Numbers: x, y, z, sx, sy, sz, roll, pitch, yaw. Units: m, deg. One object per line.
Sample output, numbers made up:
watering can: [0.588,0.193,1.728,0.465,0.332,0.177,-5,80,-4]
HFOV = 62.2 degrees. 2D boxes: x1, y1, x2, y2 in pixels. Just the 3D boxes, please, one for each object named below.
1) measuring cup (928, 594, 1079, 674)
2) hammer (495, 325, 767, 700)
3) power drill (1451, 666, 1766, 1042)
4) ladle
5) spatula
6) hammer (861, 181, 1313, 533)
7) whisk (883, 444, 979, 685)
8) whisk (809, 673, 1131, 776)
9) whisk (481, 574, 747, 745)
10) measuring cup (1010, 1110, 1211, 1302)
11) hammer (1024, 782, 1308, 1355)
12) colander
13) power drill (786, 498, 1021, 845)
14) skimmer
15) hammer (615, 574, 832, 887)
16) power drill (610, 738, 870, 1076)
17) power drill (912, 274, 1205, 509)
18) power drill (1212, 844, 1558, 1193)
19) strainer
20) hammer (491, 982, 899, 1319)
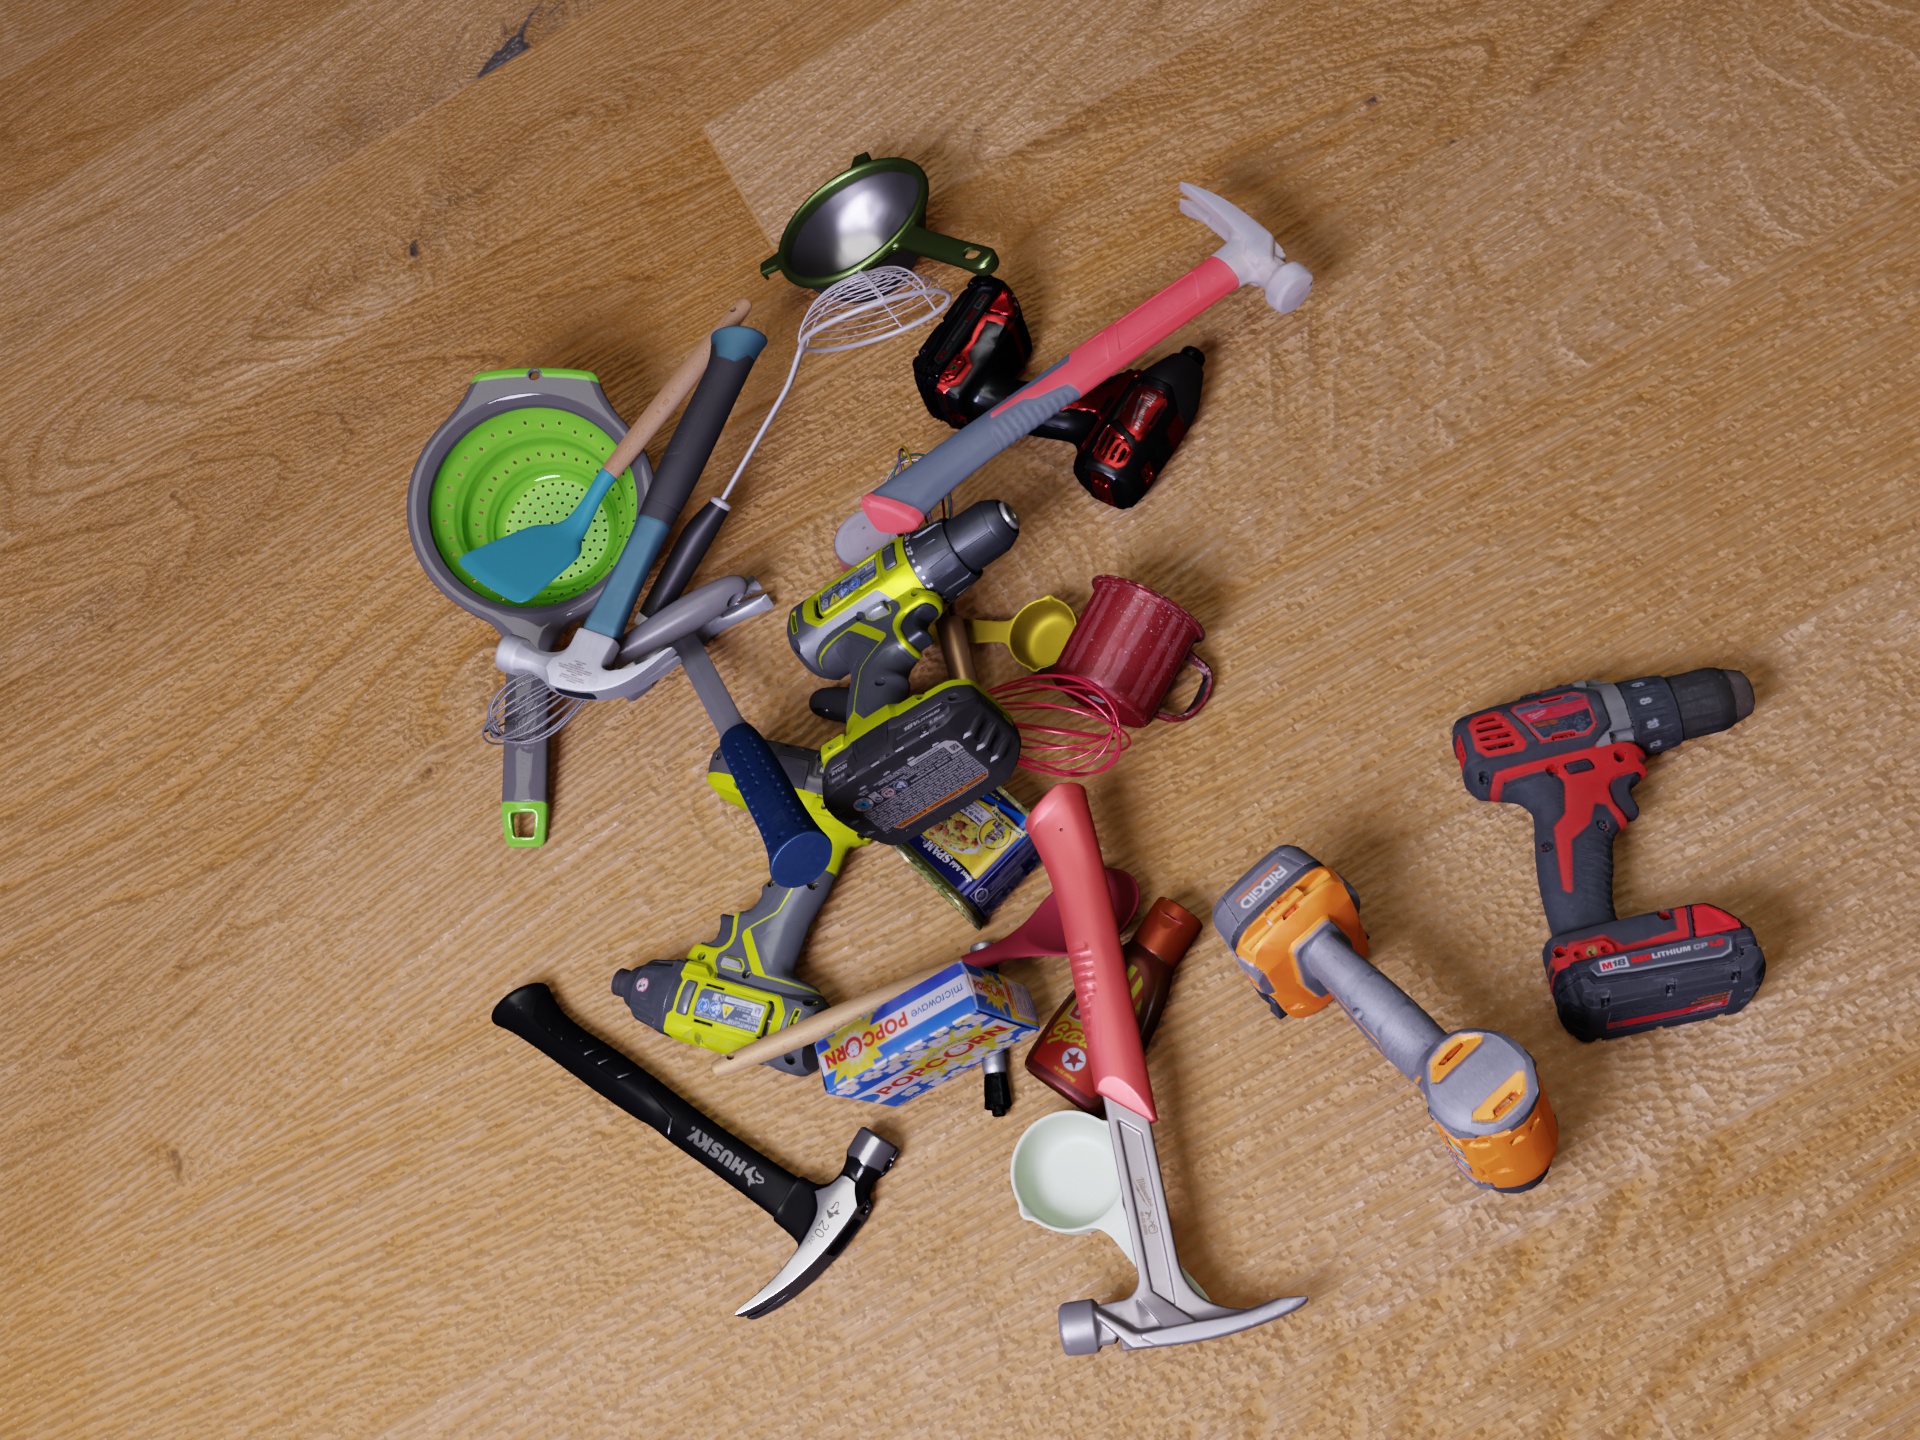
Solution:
measuring cup: [0.025,-0.064,1.234,0.156,0.029,0.062,3,74,32]
hammer: [-0.235,-0.167,1.241,0.128,0.033,0.331,20,75,8]
power drill: [0.432,0.072,1.007,0.188,0.080,0.227,-14,59,10]
ladle: [-0.021,0.178,1.089,0.315,0.031,0.069,-21,37,-8]
spatula: [-0.271,-0.224,1.281,0.082,0.044,0.317,31,80,29]
hammer: [0.078,-0.273,1.220,0.386,0.038,0.143,-36,63,-10]
whisk: [-0.014,-0.097,1.223,0.047,0.051,0.245,-28,73,51]
whisk: [-0.002,-0.004,1.159,0.296,0.073,0.073,5,66,39]
whisk: [-0.270,-0.048,1.248,0.239,0.055,0.055,-31,60,-2]
measuring cup: [0.103,0.322,1.013,0.083,0.038,0.168,-44,63,-6]
hammer: [0.108,0.208,1.017,0.149,0.036,0.359,-13,66,7]
colander: [-0.350,-0.091,1.332,0.204,0.094,0.397,0,82,-1]
power drill: [-0.029,-0.044,1.114,0.190,0.080,0.229,-31,42,20]
skimmer: [-0.139,-0.214,1.294,0.090,0.127,0.363,32,95,2]
hammer: [-0.160,0.003,1.146,0.144,0.035,0.406,-36,31,-3]
power drill: [-0.152,0.131,1.165,0.171,0.080,0.223,11,72,22]
power drill: [0.084,-0.270,1.282,0.220,0.078,0.143,29,77,24]
power drill: [0.266,0.191,0.969,0.084,0.164,0.227,-42,48,-4]
strainer: [-0.047,-0.400,1.369,0.257,0.069,0.151,30,77,41]
hammer: [-0.213,0.284,1.133,0.335,0.035,0.146,26,75,27]
